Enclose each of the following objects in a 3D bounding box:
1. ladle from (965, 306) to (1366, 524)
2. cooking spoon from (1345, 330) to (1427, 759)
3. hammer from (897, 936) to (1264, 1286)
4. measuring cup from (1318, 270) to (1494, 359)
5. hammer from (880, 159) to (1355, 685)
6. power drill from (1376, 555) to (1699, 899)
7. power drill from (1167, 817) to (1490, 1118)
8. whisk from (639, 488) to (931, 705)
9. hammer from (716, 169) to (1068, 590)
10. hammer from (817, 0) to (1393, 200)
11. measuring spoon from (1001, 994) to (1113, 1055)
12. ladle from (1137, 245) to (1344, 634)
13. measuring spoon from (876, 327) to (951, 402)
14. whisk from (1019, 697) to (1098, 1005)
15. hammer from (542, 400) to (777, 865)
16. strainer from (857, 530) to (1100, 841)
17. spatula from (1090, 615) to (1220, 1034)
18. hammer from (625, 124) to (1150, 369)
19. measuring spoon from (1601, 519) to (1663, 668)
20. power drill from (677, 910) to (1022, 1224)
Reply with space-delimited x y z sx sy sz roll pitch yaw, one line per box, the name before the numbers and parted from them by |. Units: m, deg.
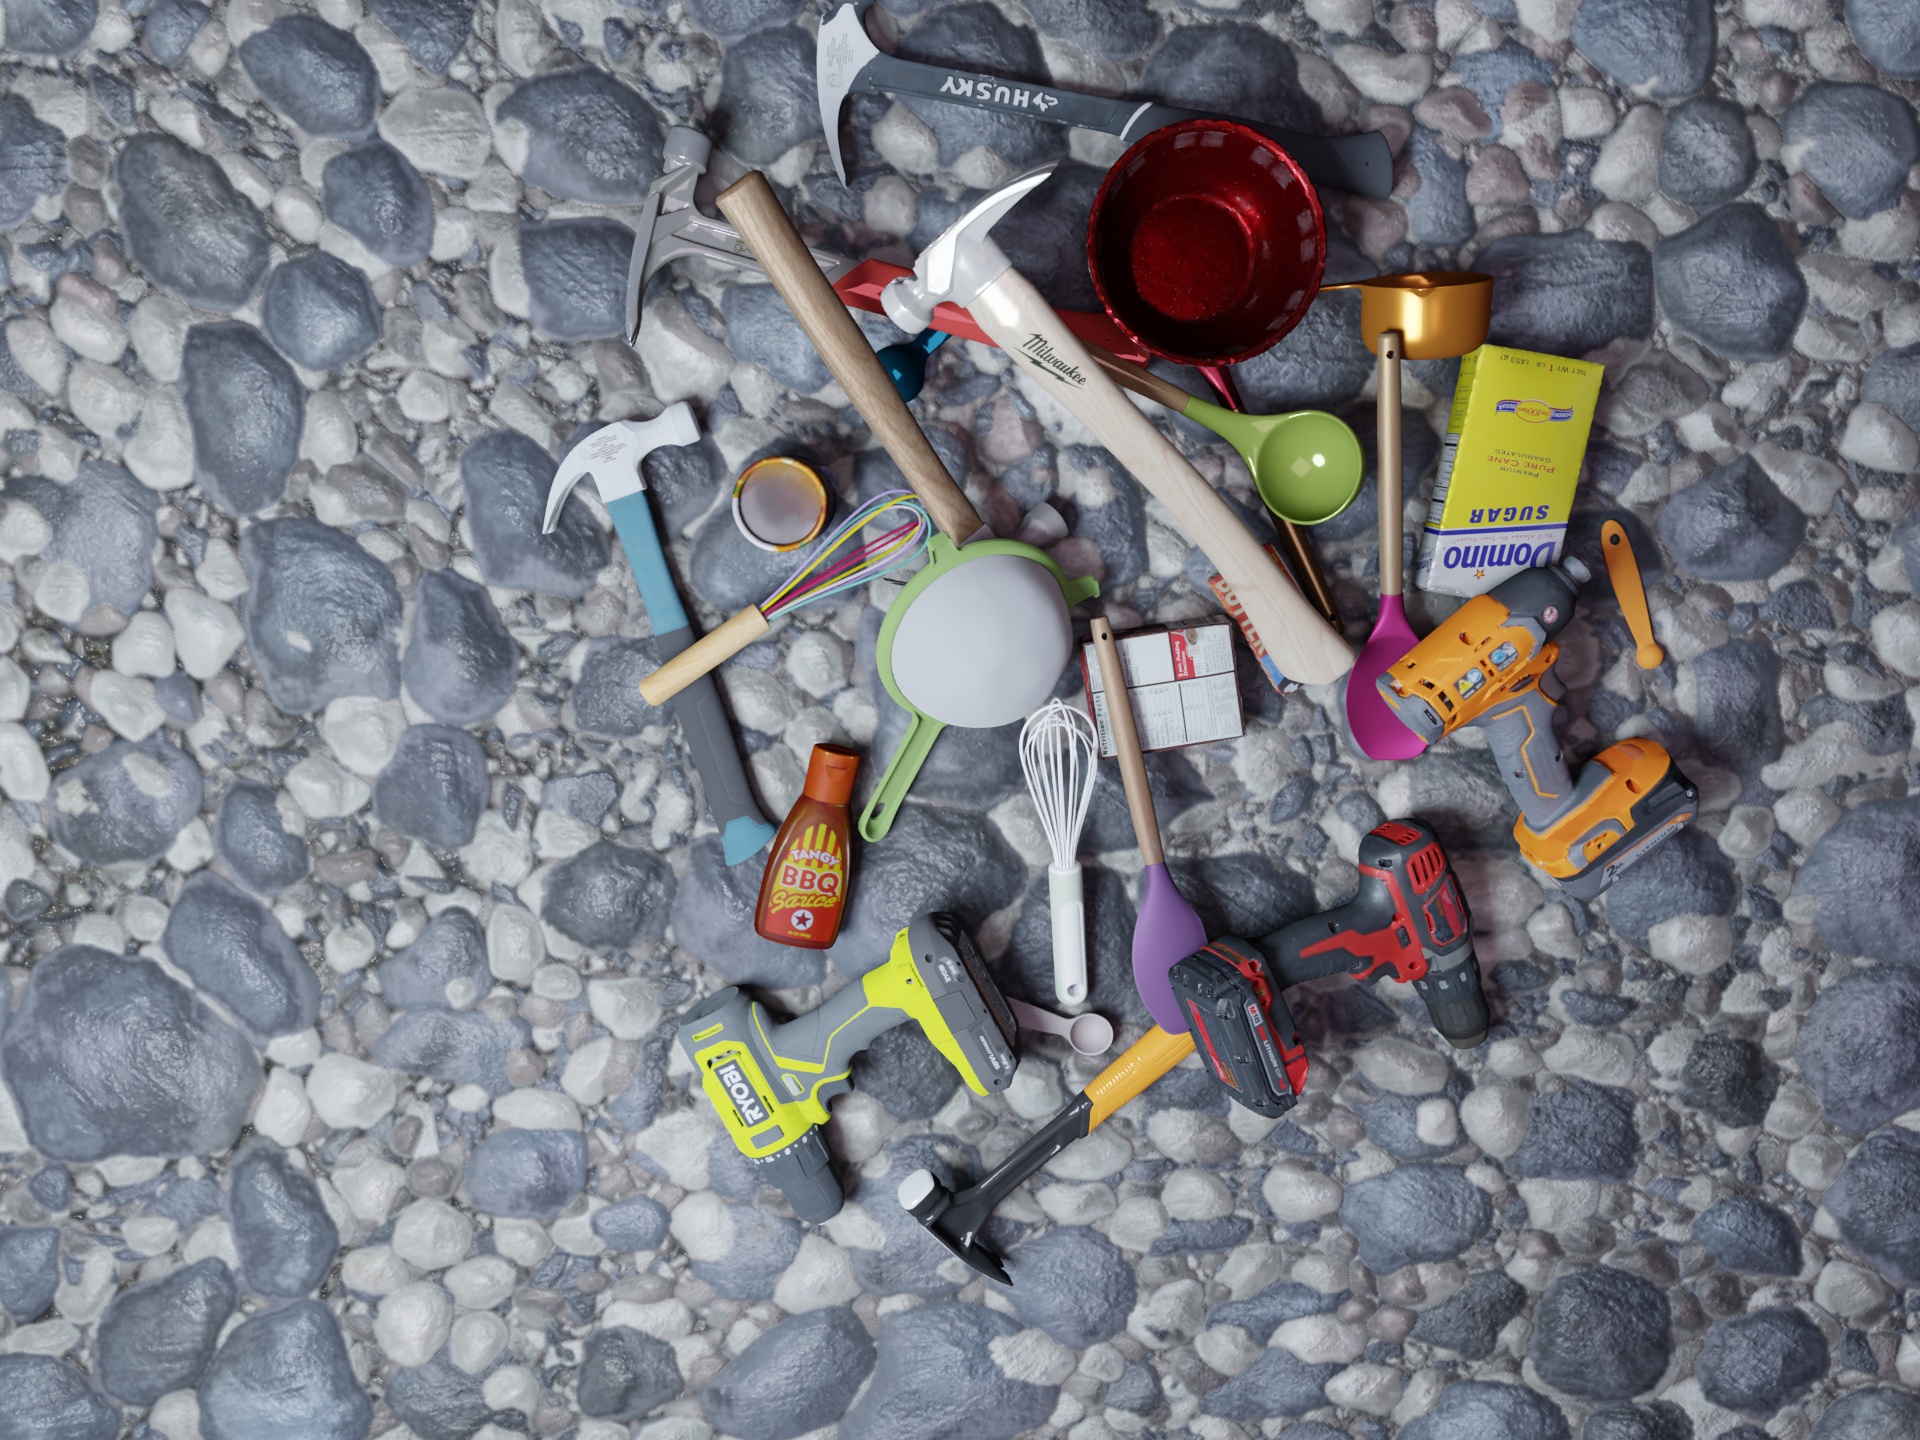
ladle | 0.132 -0.225 1.084 0.320 0.062 0.078 24 110 -10
cooking spoon | 0.306 -0.115 1.127 0.069 0.017 0.318 -2 115 12
hammer | 0.116 0.288 1.207 0.337 0.034 0.127 -41 119 1
measuring cup | 0.281 -0.279 1.111 0.173 0.095 0.052 1 112 19
hammer | 0.137 -0.181 1.072 0.146 0.038 0.410 -35 109 32
power drill | 0.424 0.000 1.133 0.164 0.084 0.226 -42 108 7
power drill | 0.284 0.199 1.165 0.226 0.080 0.187 -29 107 -15
whisk | -0.121 -0.084 1.131 0.245 0.047 0.051 -35 93 -4
hammer | -0.057 -0.214 1.069 0.130 0.031 0.331 -42 116 -13
hammer | 0.101 -0.413 1.099 0.409 0.036 0.149 10 100 -3
measuring spoon | 0.057 0.225 1.219 0.124 0.018 0.034 16 105 3
ladle | 0.206 -0.200 1.142 0.069 0.031 0.315 -27 101 3
measuring spoon | -0.016 -0.277 1.126 0.042 0.021 0.128 44 96 -7
whisk | 0.077 0.101 1.170 0.058 0.059 0.246 -8 110 -11
hammer | -0.203 -0.053 1.156 0.128 0.033 0.331 -18 99 1
strainer | -0.002 -0.004 1.125 0.151 0.069 0.256 12 117 -37
spatula | 0.133 0.079 1.151 0.060 0.018 0.316 -14 99 -5
hammer | -0.045 -0.286 1.098 0.359 0.037 0.149 14 92 -9
measuring spoon | 0.495 -0.092 1.170 0.021 0.011 0.117 -20 99 3
power drill | -0.073 0.260 1.186 0.228 0.080 0.190 -27 99 9
